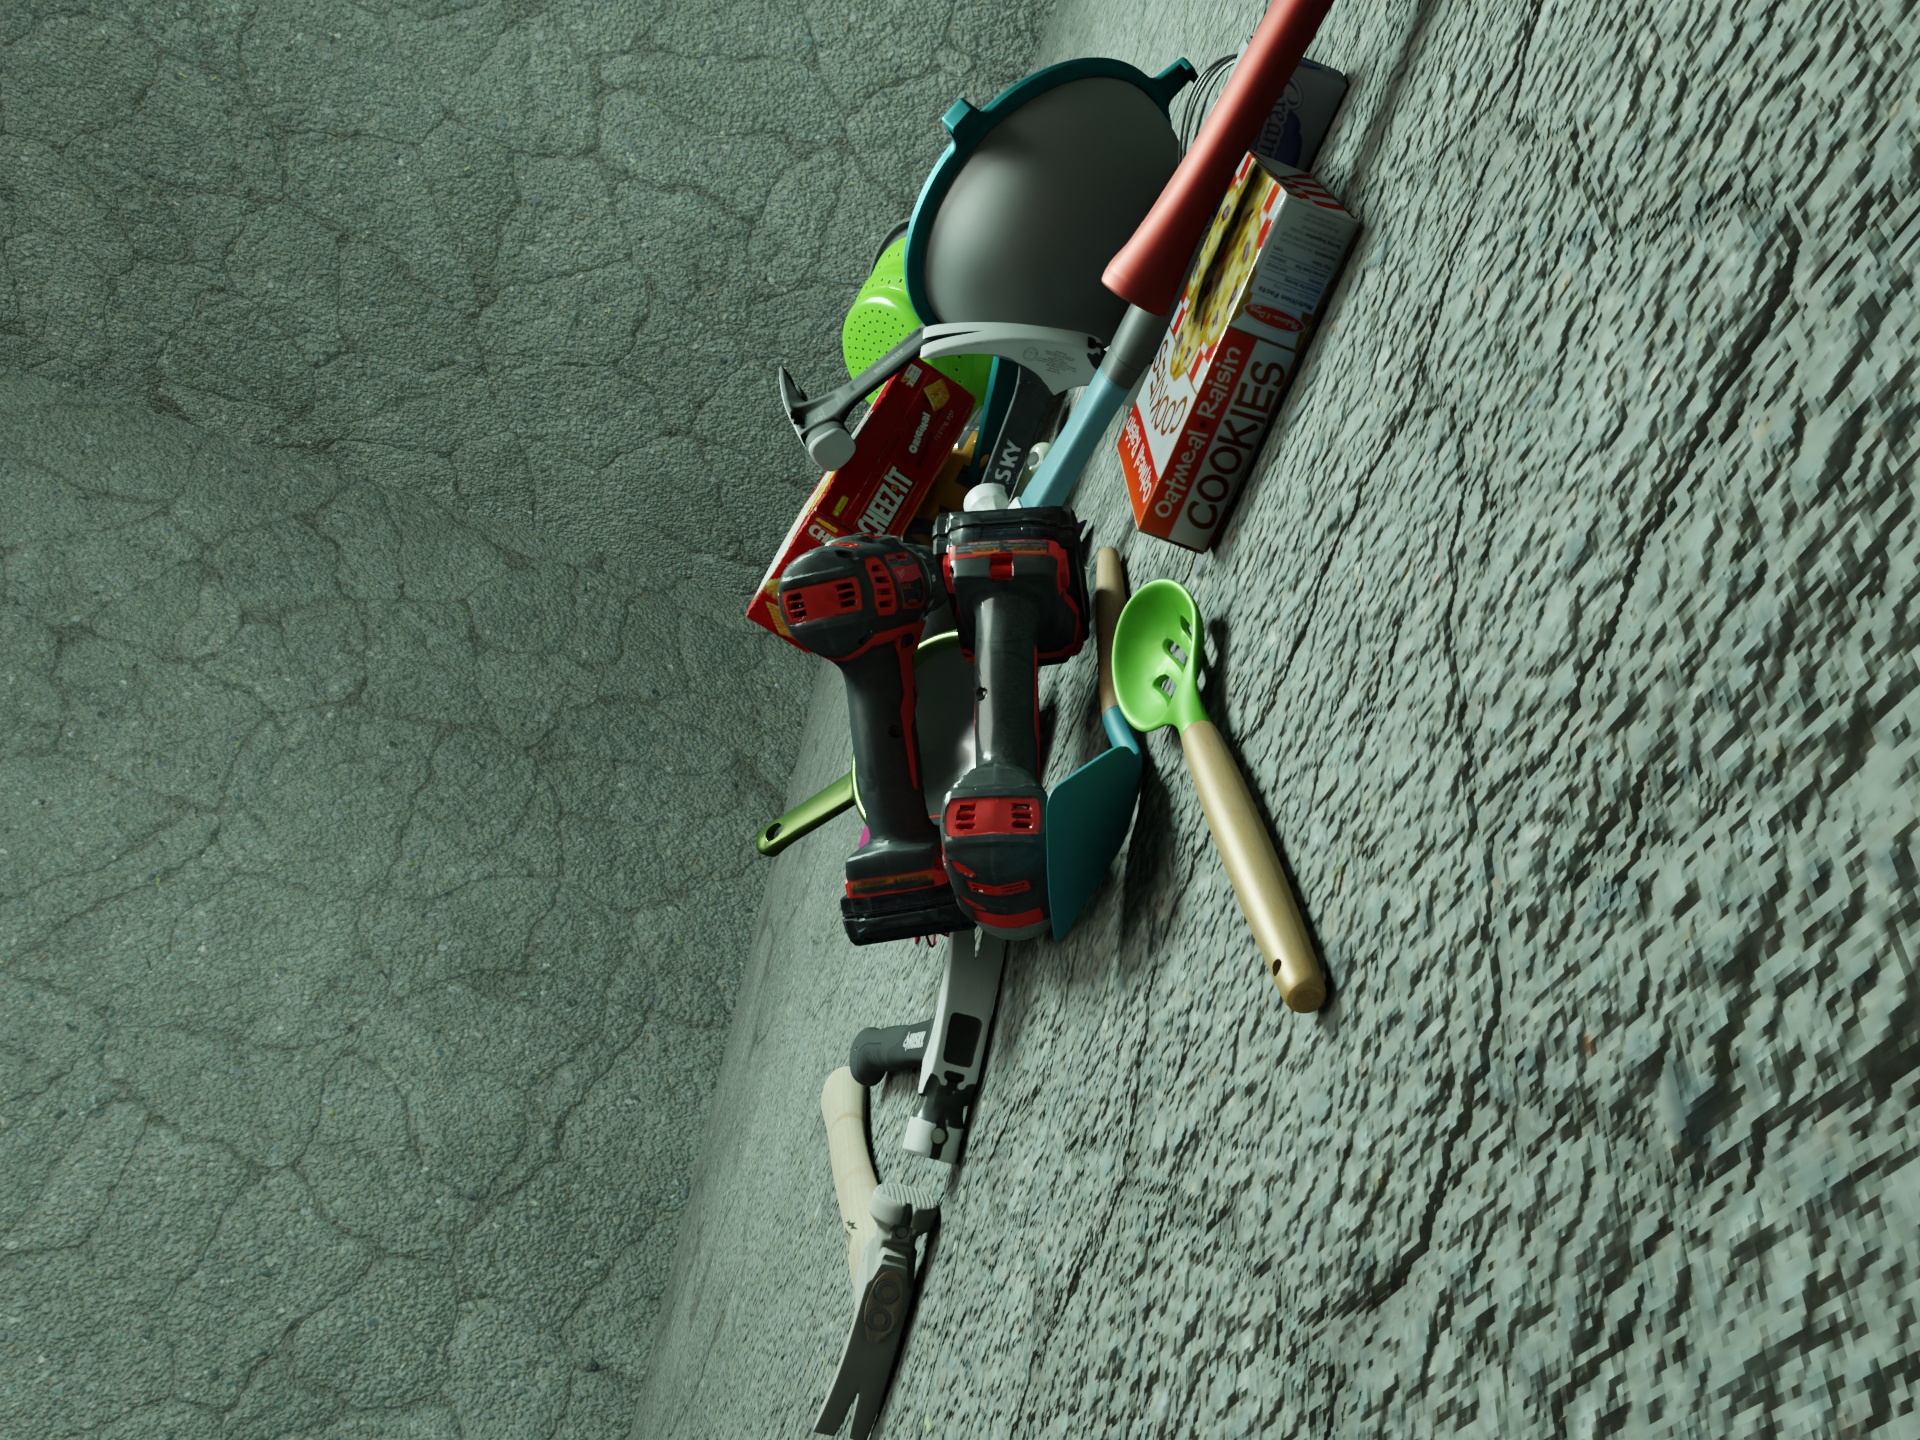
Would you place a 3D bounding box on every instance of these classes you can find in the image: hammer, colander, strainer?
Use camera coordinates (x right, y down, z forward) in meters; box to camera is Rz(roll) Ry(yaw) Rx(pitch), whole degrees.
[{"bbox_3d":[-0.074,0.331,1.096,0.411,0.038,0.146,-158,84,-82],"label":"hammer"},{"bbox_3d":[0.012,-0.346,1.310,0.094,0.204,0.397,-34,6,-38],"label":"colander"},{"bbox_3d":[0.064,-0.263,1.069,0.095,0.211,0.340,51,148,28],"label":"strainer"},{"bbox_3d":[-0.036,0.043,1.090,0.256,0.069,0.152,-32,50,34],"label":"strainer"},{"bbox_3d":[0.001,-0.114,1.131,0.408,0.149,0.036,114,166,-47],"label":"hammer"},{"bbox_3d":[0.015,-0.312,1.146,0.337,0.034,0.127,-35,40,7],"label":"hammer"},{"bbox_3d":[-0.033,0.213,1.065,0.334,0.035,0.146,134,151,-72],"label":"hammer"},{"bbox_3d":[0.096,-0.212,0.922,0.331,0.033,0.128,-58,32,32],"label":"hammer"},{"bbox_3d":[0.168,-0.343,0.697,0.359,0.036,0.149,-59,13,23],"label":"hammer"}]

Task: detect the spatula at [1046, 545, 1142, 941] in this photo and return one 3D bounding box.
[{"bbox_3d":[0.069,-0.016,0.823,0.318,0.044,0.082,-83,-10,-58],"label":"spatula"}]

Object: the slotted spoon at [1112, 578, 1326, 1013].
[{"bbox_3d":[0.099,0.020,0.628,0.314,0.031,0.070,-96,25,-65],"label":"slotted spoon"}]

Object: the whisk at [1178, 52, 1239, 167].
[{"bbox_3d":[0.138,-0.297,0.955,0.238,0.055,0.055,111,172,-52],"label":"whisk"}]

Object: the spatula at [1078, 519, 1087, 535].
[{"bbox_3d":[0.029,-0.045,1.186,0.060,0.018,0.315,-34,-17,-30],"label":"spatula"}]

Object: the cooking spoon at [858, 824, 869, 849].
[{"bbox_3d":[-0.002,-0.004,1.148,0.318,0.017,0.069,-54,18,33],"label":"cooking spoon"}]

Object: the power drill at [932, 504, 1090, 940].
[{"bbox_3d":[0.028,0.006,0.852,0.143,0.078,0.220,72,-162,-61],"label":"power drill"}]

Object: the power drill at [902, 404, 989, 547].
[{"bbox_3d":[0.003,-0.182,1.365,0.185,0.084,0.226,-63,-1,-20],"label":"power drill"}]

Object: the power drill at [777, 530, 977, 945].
[{"bbox_3d":[-0.029,0.000,0.933,0.188,0.080,0.226,-27,-75,-71],"label":"power drill"}]

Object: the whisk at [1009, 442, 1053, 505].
[{"bbox_3d":[0.028,-0.109,1.289,0.058,0.059,0.246,23,93,45],"label":"whisk"}]

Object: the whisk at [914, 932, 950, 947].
[{"bbox_3d":[-0.024,0.102,1.154,0.296,0.073,0.073,-96,24,-82],"label":"whisk"}]
